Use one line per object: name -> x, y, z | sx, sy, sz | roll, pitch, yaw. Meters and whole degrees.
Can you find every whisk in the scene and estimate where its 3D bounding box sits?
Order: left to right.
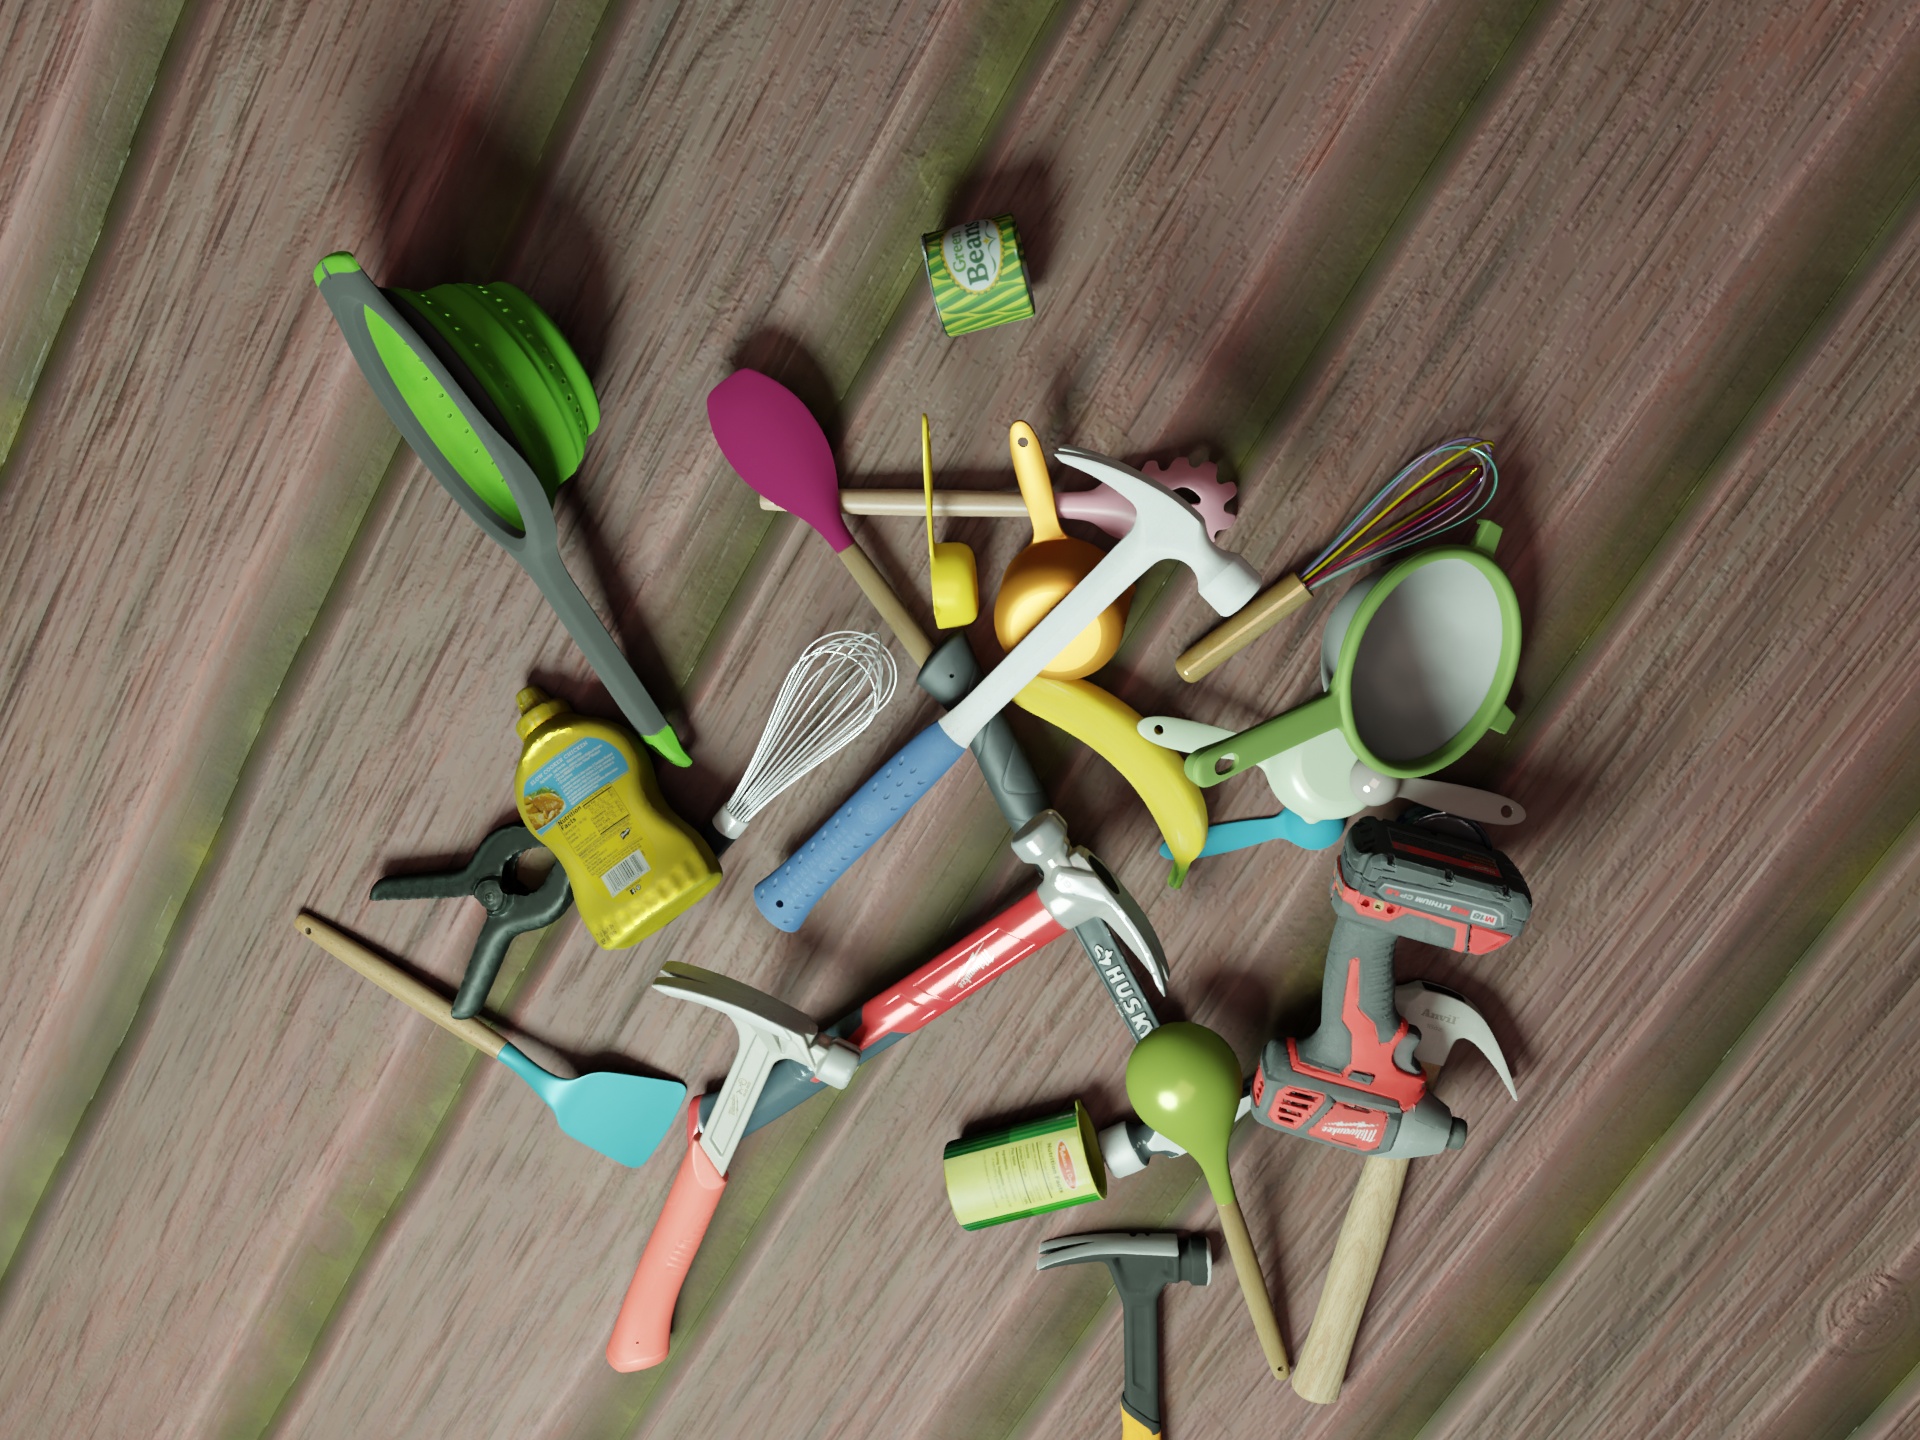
whisk -> -0.141, 0.046, 1.105 | 0.070, 0.070, 0.284 | 40, 110, -4
whisk -> 0.243, -0.100, 1.032 | 0.245, 0.047, 0.051 | -37, 97, 18

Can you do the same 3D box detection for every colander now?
colander -> -0.261, -0.146, 1.049 | 0.094, 0.205, 0.396 | -40, 116, -20

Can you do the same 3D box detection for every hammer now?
hammer -> -0.201, 0.339, 1.152 | 0.149, 0.037, 0.359 | 25, 116, 0
hammer -> -0.040, 0.219, 1.110 | 0.386, 0.038, 0.143 | -37, 98, 22
hammer -> -0.002, -0.003, 1.025 | 0.144, 0.035, 0.405 | 44, 114, -3
hammer -> 0.084, 0.122, 1.092 | 0.149, 0.036, 0.408 | -26, 102, 10
hammer -> 0.128, 0.543, 1.198 | 0.127, 0.034, 0.336 | -2, 103, 6
hammer -> 0.298, 0.341, 1.133 | 0.130, 0.031, 0.331 | 13, 105, 4

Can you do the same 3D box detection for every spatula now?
spatula -> -0.359, 0.230, 1.188 | 0.317, 0.044, 0.082 | 32, 105, 3

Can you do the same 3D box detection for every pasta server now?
pasta server -> 0.022, -0.144, 1.054 | 0.316, 0.040, 0.060 | 2, 104, 10

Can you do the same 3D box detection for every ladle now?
ladle -> 0.189, 0.347, 1.122 | 0.078, 0.062, 0.320 | -21, 117, -2

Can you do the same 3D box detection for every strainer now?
strainer -> 0.235, -0.024, 0.998 | 0.256, 0.069, 0.151 | -24, 117, -19

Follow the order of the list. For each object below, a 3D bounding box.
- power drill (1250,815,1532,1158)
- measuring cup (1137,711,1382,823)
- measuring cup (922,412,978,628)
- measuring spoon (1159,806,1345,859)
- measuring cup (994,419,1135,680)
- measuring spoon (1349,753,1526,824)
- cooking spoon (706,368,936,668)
power drill -> 0.287, 0.186, 1.042 | 0.143, 0.078, 0.219 | 16, 108, 4
measuring cup -> 0.200, 0.019, 1.042 | 0.167, 0.038, 0.083 | 11, 87, -9
measuring cup -> -0.006, -0.128, 1.020 | 0.029, 0.062, 0.156 | -2, 130, 3
measuring spoon -> 0.199, 0.079, 1.086 | 0.128, 0.021, 0.042 | -13, 102, 10
measuring cup -> 0.055, -0.104, 1.018 | 0.095, 0.052, 0.173 | -7, 122, 16
measuring spoon -> 0.313, 0.048, 1.030 | 0.124, 0.018, 0.034 | 13, 86, -8
cooking spoon -> -0.061, -0.095, 1.063 | 0.069, 0.017, 0.318 | -31, 104, 24
